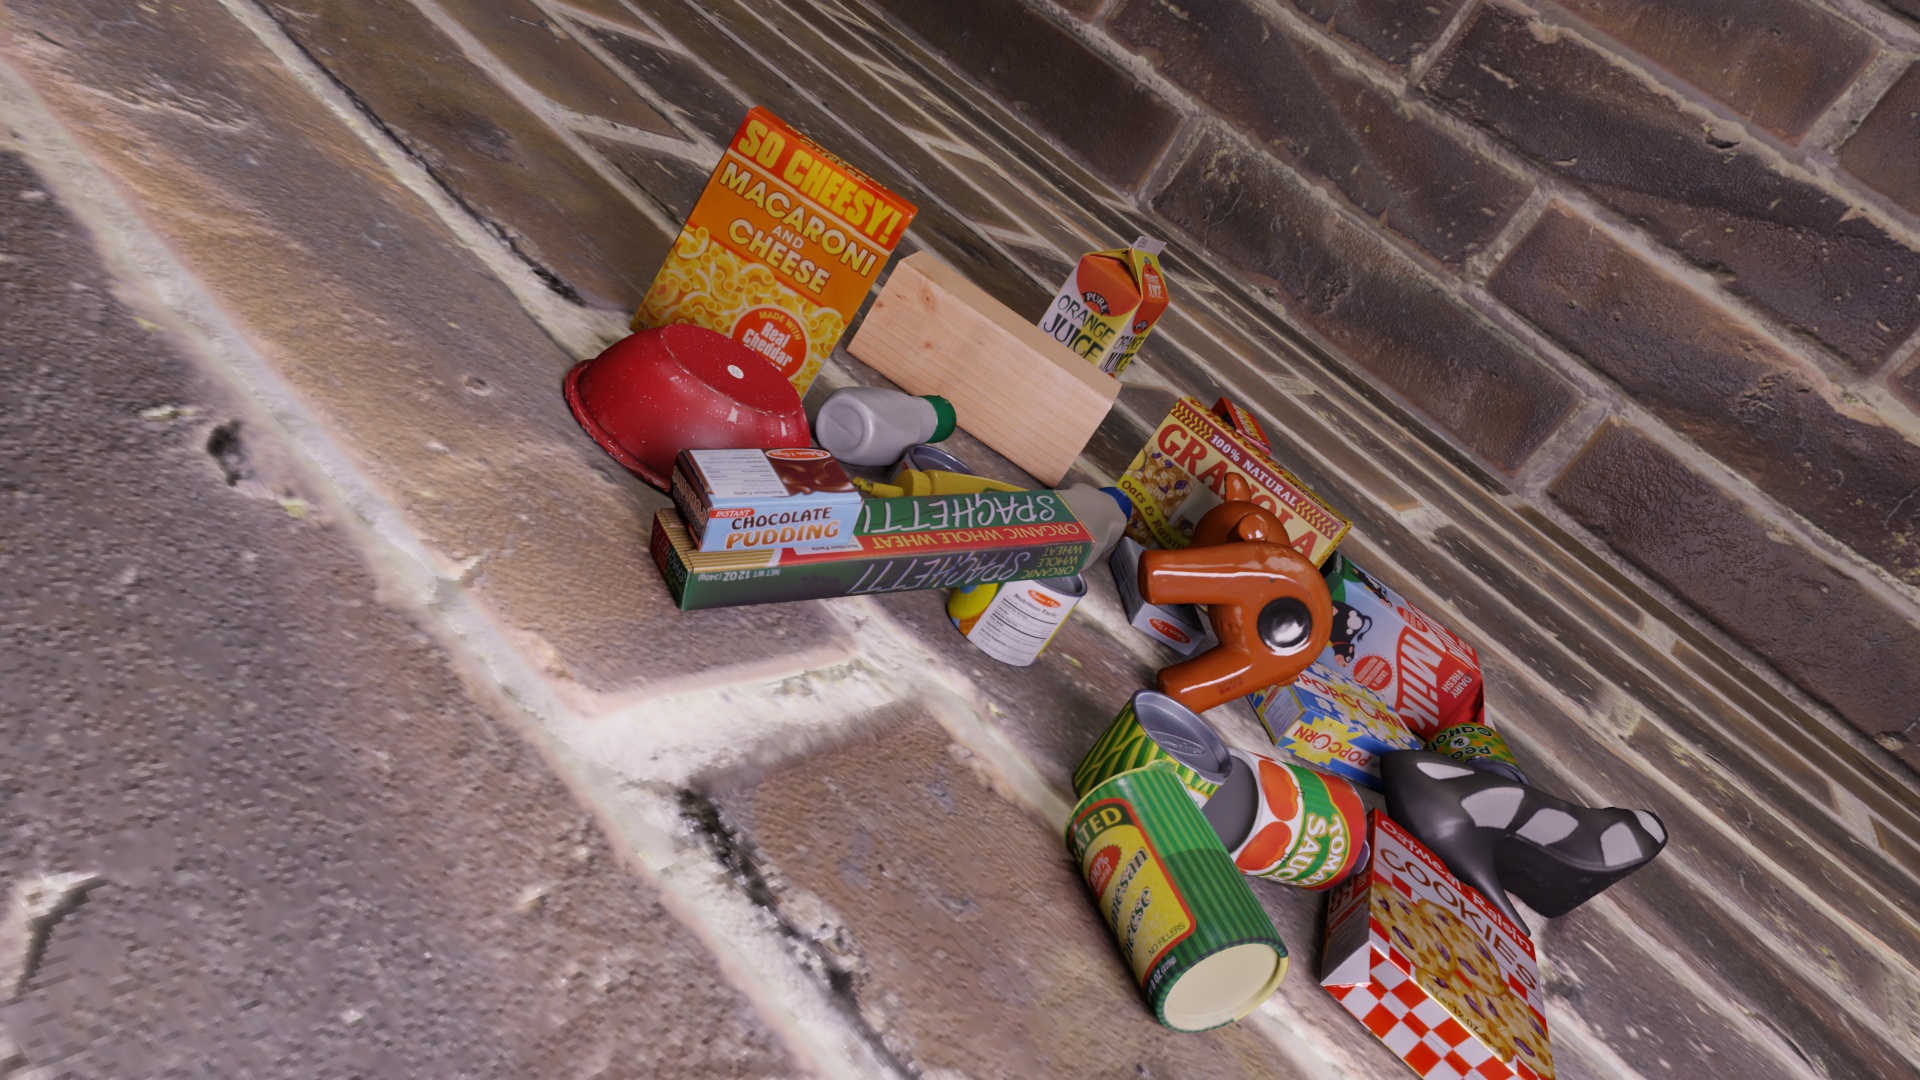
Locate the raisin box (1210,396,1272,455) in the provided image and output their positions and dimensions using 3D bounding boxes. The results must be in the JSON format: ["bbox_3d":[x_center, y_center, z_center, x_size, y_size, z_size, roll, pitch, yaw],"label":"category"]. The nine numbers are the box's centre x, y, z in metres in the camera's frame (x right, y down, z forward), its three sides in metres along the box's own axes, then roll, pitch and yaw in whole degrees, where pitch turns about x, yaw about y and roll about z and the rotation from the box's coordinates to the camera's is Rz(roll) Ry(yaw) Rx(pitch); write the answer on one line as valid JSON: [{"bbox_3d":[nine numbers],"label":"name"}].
[{"bbox_3d":[0.208,-0.052,1.184,0.040,0.123,0.086,30,21,-11],"label":"raisin box"}]

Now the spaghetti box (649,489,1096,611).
[{"bbox_3d":[-0.039,0.002,0.745,0.251,0.028,0.050,-4,41,-33],"label":"spaghetti box"}]

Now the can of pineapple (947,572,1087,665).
[{"bbox_3d":[0.034,0.033,0.839,0.071,0.057,0.071,30,21,-13],"label":"can of pineapple"}]

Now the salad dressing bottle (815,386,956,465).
[{"bbox_3d":[-0.048,-0.084,0.990,0.064,0.044,0.148,38,20,16],"label":"salad dressing bottle"}]

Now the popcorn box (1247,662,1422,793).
[{"bbox_3d":[0.269,0.129,1.003,0.126,0.038,0.085,25,24,-24],"label":"popcorn box"}]

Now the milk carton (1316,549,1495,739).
[{"bbox_3d":[0.368,0.097,1.165,0.190,0.073,0.072,36,21,3],"label":"milk carton"}]

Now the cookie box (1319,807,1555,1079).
[{"bbox_3d":[0.260,0.230,0.759,0.123,0.040,0.168,41,21,5],"label":"cookie box"}]

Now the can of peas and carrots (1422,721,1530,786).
[{"bbox_3d":[0.377,0.174,1.023,0.071,0.070,0.059,31,20,-9],"label":"can of peas and carrots"}]

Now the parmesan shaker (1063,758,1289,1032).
[{"bbox_3d":[0.098,0.162,0.639,0.071,0.071,0.103,20,26,-34],"label":"parmesan shaker"}]

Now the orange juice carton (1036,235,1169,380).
[{"bbox_3d":[0.122,-0.192,1.261,0.073,0.192,0.072,41,23,19],"label":"orange juice carton"}]

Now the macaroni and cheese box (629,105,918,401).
[{"bbox_3d":[-0.123,-0.180,0.915,0.124,0.166,0.040,32,20,-8],"label":"macaroni and cheese box"}]

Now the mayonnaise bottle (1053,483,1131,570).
[{"bbox_3d":[0.094,-0.015,1.053,0.065,0.041,0.148,40,21,12],"label":"mayonnaise bottle"}]

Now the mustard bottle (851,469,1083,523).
[{"bbox_3d":[0.003,-0.011,0.882,0.160,0.065,0.048,18,-17,-27],"label":"mustard bottle"}]

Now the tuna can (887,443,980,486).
[{"bbox_3d":[-0.012,-0.032,0.944,0.071,0.032,0.071,29,22,-13],"label":"tuna can"}]

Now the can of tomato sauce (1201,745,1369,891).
[{"bbox_3d":[0.172,0.155,0.768,0.083,0.071,0.071,20,25,-31],"label":"can of tomato sauce"}]

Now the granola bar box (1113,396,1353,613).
[{"bbox_3d":[0.206,-0.017,1.103,0.166,0.123,0.039,42,21,19],"label":"granola bar box"}]

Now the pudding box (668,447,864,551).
[{"bbox_3d":[-0.096,-0.021,0.692,0.084,0.030,0.050,-4,39,-33],"label":"pudding box"}]

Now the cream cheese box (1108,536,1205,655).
[{"bbox_3d":[0.145,0.039,1.031,0.053,0.024,0.104,29,22,-17],"label":"cream cheese box"}]

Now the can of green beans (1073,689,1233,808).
[{"bbox_3d":[0.103,0.123,0.746,0.071,0.057,0.071,29,21,-13],"label":"can of green beans"}]
